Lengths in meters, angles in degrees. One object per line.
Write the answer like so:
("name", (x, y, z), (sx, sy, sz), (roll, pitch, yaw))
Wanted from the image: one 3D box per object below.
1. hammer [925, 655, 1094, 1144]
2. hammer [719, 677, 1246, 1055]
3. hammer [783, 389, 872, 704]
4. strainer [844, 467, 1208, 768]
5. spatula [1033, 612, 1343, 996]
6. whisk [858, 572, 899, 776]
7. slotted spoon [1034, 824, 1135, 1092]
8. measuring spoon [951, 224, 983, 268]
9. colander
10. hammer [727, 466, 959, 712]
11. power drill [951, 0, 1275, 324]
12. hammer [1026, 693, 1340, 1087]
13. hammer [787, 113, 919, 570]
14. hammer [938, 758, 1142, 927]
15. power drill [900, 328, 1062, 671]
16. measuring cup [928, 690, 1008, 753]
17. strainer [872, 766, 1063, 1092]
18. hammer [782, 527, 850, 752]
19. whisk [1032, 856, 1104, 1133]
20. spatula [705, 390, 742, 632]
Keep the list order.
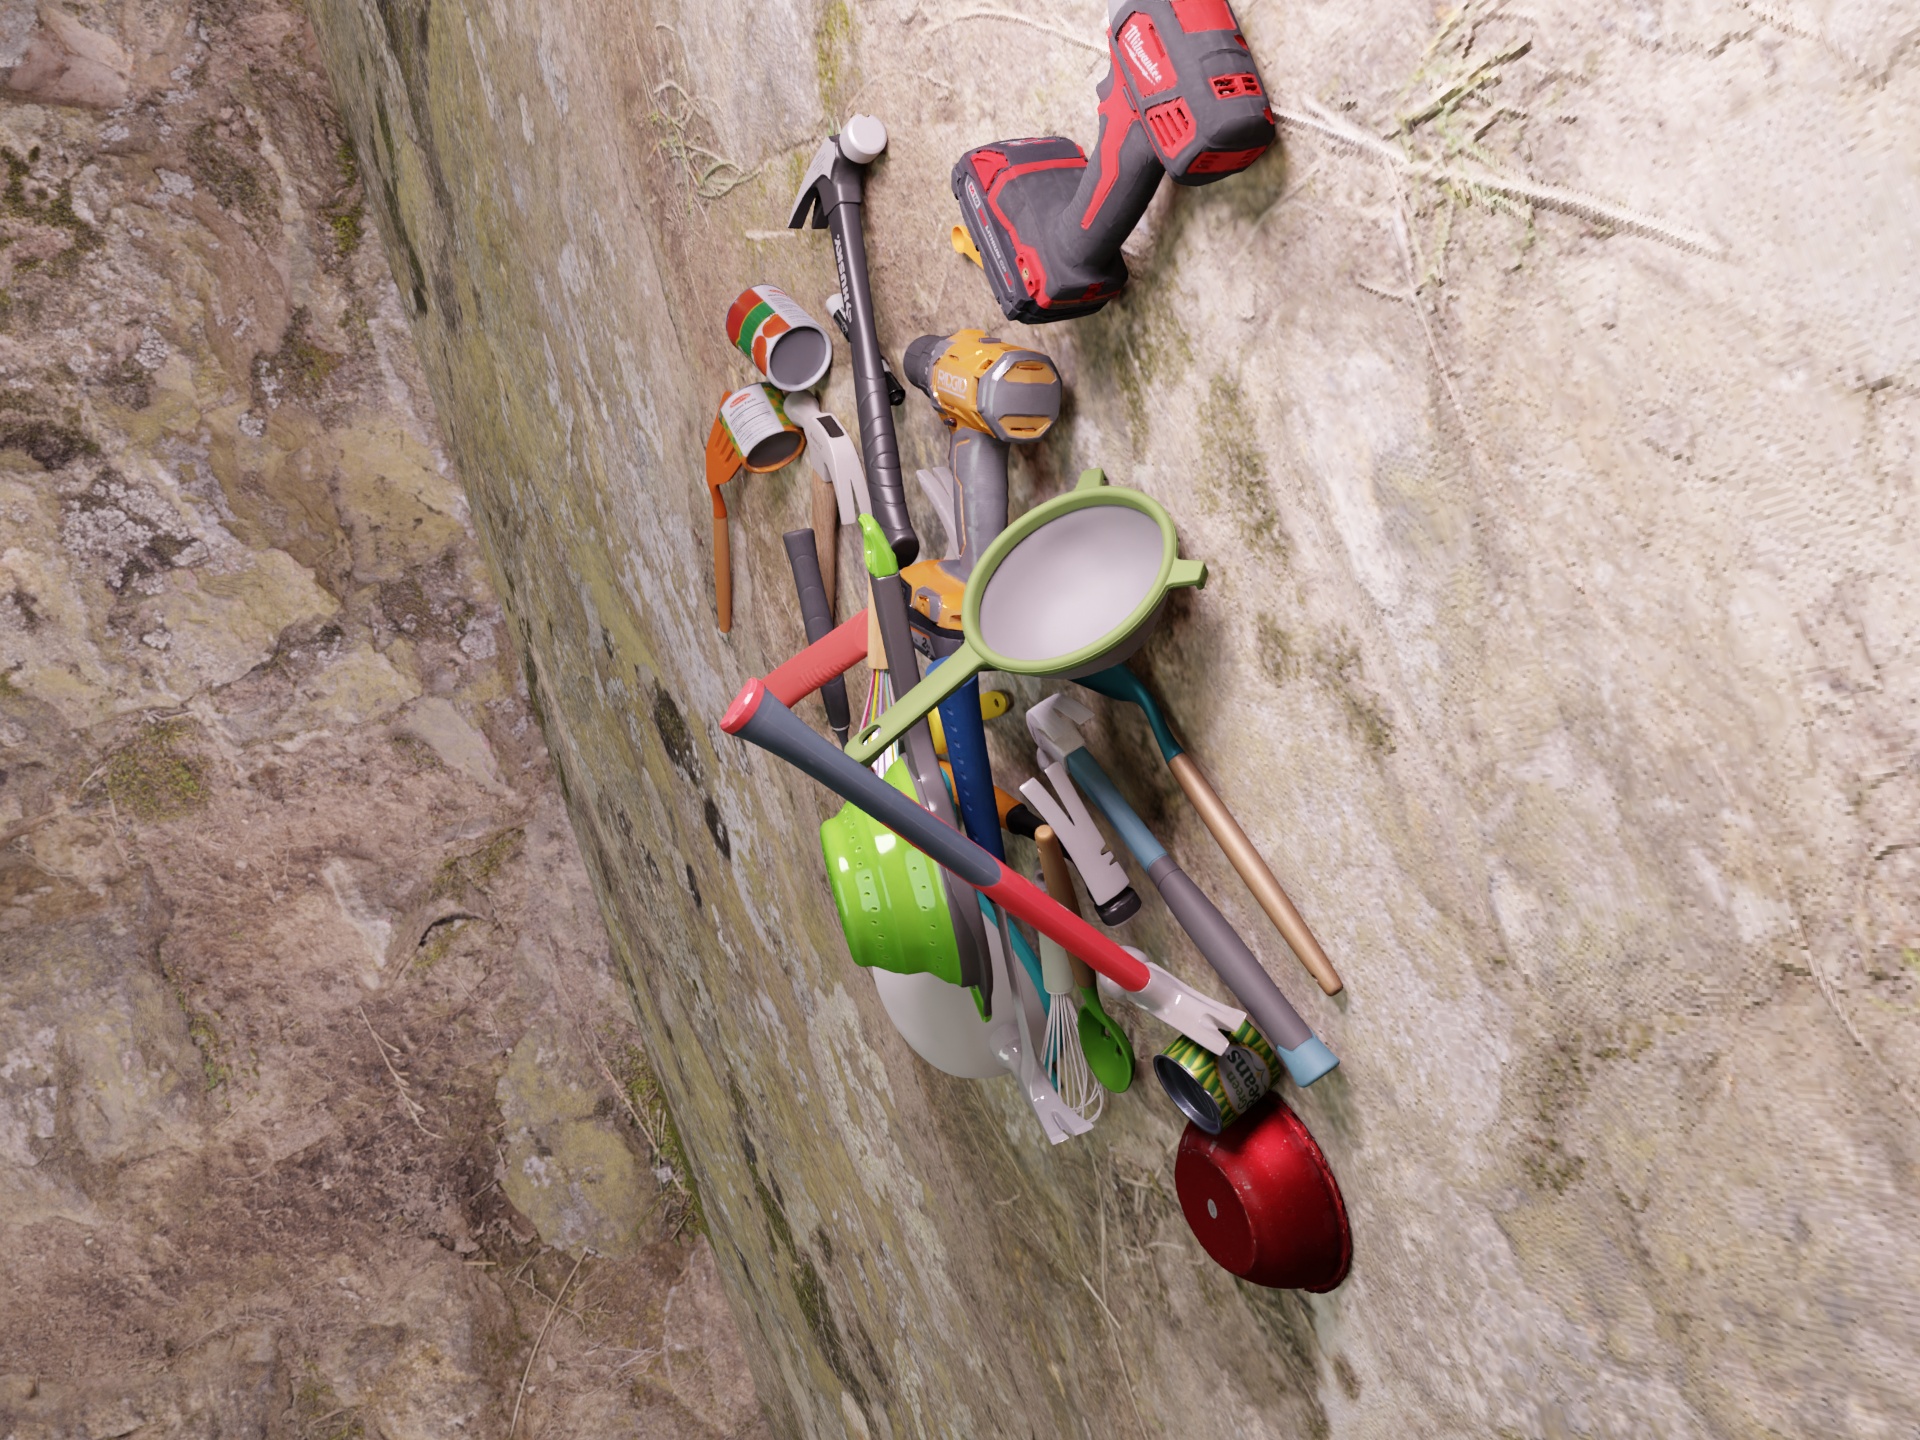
("hammer", (0.031, 0.139, 1.172), (0.144, 0.035, 0.405), (-129, 23, -56))
("hammer", (0.015, 0.095, 1.000), (0.386, 0.038, 0.143), (36, 173, -25))
("hammer", (-0.131, -0.142, 1.515), (0.130, 0.031, 0.331), (53, 149, 37))
("strainer", (0.040, -0.041, 1.028), (0.069, 0.256, 0.152), (49, -177, -42))
("spatula", (0.147, 0.052, 1.050), (0.318, 0.044, 0.082), (58, 172, 25))
("whisk", (-0.065, -0.021, 1.283), (0.051, 0.047, 0.245), (19, 111, 56))
("slotted spoon", (0.091, 0.179, 1.178), (0.070, 0.031, 0.313), (43, 160, 41))
("measuring spoon", (0.029, -0.314, 1.096), (0.117, 0.011, 0.021), (46, 145, 38))
("colander", (-0.061, 0.047, 1.131), (0.205, 0.094, 0.396), (-116, 14, -60))
("hammer", (-0.098, -0.074, 1.359), (0.359, 0.036, 0.149), (-28, 81, 46))
("power drill", (0.082, -0.331, 0.898), (0.219, 0.078, 0.143), (-34, 75, 62))
("hammer", (0.144, 0.110, 1.083), (0.331, 0.033, 0.128), (54, 172, 28))
("hammer", (-0.076, -0.282, 1.243), (0.146, 0.035, 0.335), (-14, 84, 64))
("hammer", (0.032, 0.067, 1.252), (0.127, 0.034, 0.337), (58, 167, -18))
("power drill", (0.000, -0.167, 1.147), (0.185, 0.084, 0.226), (-140, 51, -58))
("measuring cup", (-0.002, -0.004, 1.337), (0.156, 0.029, 0.062), (-18, 90, 67))
("strainer", (-0.023, 0.188, 1.356), (0.211, 0.095, 0.340), (32, 144, 41))
("hammer", (-0.111, 0.018, 1.489), (0.149, 0.036, 0.408), (-101, 0, -71))
("whisk", (0.083, 0.226, 1.305), (0.058, 0.059, 0.246), (0, 106, 25))
("spatula", (-0.253, -0.210, 1.736), (0.081, 0.041, 0.322), (56, 155, 32))
